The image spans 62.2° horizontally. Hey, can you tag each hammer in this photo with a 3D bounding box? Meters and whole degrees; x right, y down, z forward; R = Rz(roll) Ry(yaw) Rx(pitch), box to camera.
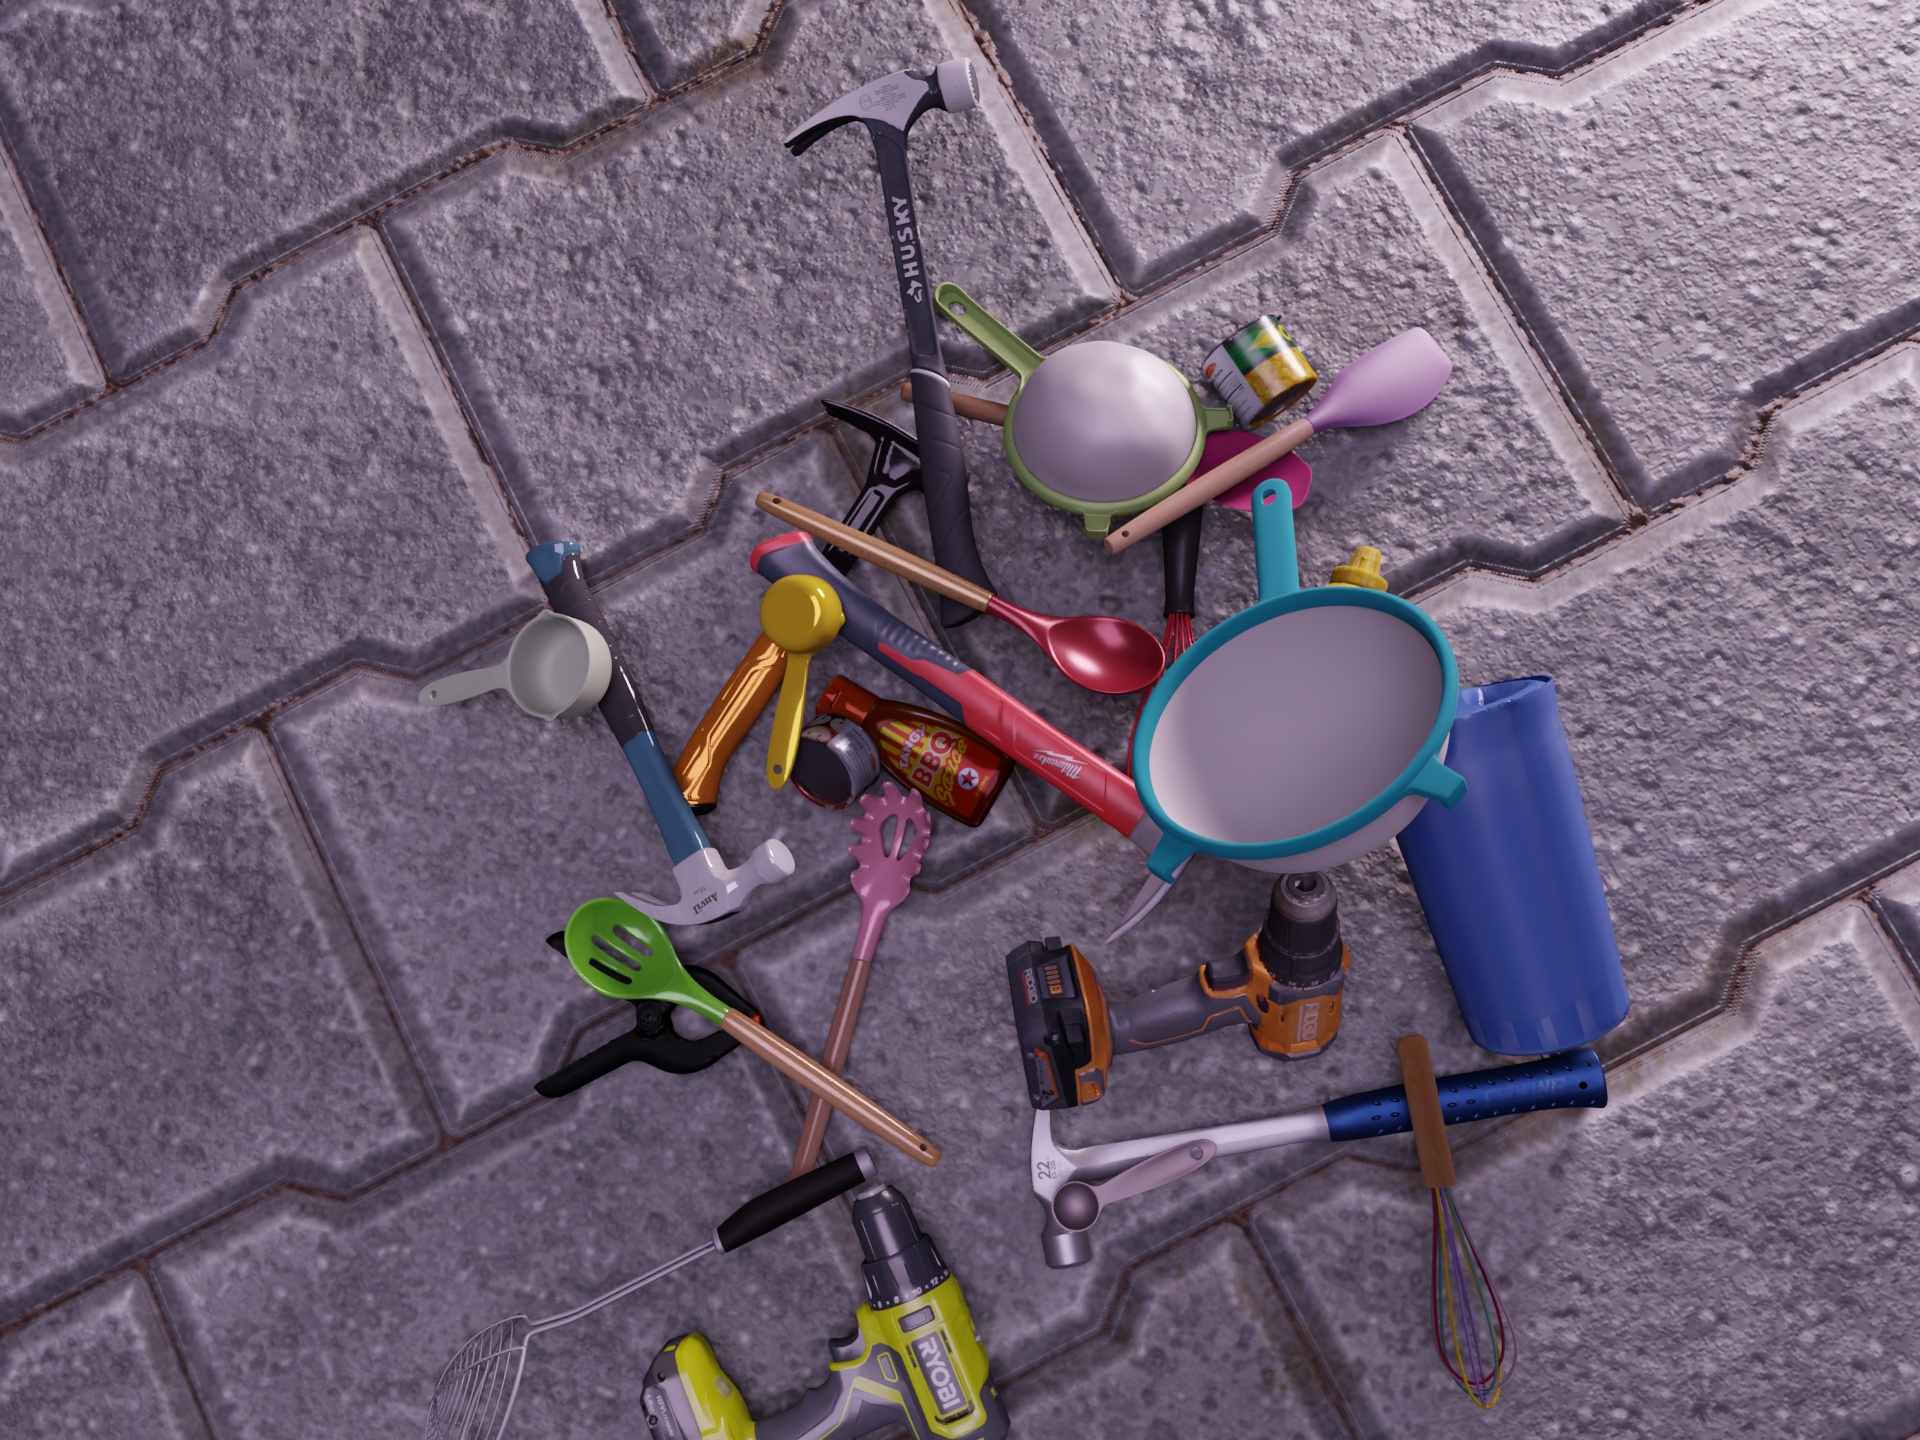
[{"bbox_3d":[-0.031,-0.272,1.173,0.149,0.036,0.409,-9,89,12],"label":"hammer"},{"bbox_3d":[-0.133,-0.079,1.204,0.127,0.034,0.337,32,86,7],"label":"hammer"},{"bbox_3d":[-0.002,-0.004,1.133,0.386,0.038,0.143,35,98,13],"label":"hammer"},{"bbox_3d":[0.247,0.281,1.127,0.405,0.035,0.144,-11,82,3],"label":"hammer"},{"bbox_3d":[-0.243,0.003,1.177,0.128,0.033,0.331,-35,71,18],"label":"hammer"}]

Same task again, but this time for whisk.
[{"bbox_3d":[0.161,-0.058,1.169,0.073,0.073,0.296,2,76,5],"label":"whisk"},{"bbox_3d":[0.331,0.337,1.080,0.047,0.051,0.245,-5,78,-17],"label":"whisk"}]

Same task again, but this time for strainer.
[{"bbox_3d":[0.227,-0.024,1.053,0.211,0.095,0.341,-18,41,24],"label":"strainer"},{"bbox_3d":[0.069,-0.262,1.173,0.151,0.069,0.256,-41,70,-14],"label":"strainer"}]

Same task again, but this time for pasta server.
[{"bbox_3d":[-0.082,0.201,1.161,0.060,0.040,0.316,15,86,12],"label":"pasta server"}]

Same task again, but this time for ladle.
[{"bbox_3d":[-0.004,-0.094,1.136,0.315,0.031,0.069,25,56,3],"label":"ladle"}]

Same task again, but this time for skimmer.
[{"bbox_3d":[-0.213,0.418,1.121,0.363,0.127,0.090,-26,107,-7],"label":"skimmer"}]

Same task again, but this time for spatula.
[{"bbox_3d":[0.236,-0.201,1.165,0.316,0.018,0.060,-31,78,-15],"label":"spatula"}]

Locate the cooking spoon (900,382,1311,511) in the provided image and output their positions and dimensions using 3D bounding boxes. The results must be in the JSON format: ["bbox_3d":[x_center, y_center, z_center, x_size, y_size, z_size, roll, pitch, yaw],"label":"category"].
[{"bbox_3d":[0.105,-0.212,1.196,0.319,0.017,0.069,16,65,12],"label":"cooking spoon"}]

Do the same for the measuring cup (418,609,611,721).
[{"bbox_3d":[-0.330,-0.030,1.183,0.167,0.038,0.083,-11,78,26],"label":"measuring cup"}]

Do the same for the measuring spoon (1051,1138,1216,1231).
[{"bbox_3d":[0.121,0.320,1.109,0.124,0.018,0.034,-22,82,-5],"label":"measuring spoon"}]

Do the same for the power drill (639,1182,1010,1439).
[{"bbox_3d":[-0.100,0.451,1.114,0.228,0.080,0.190,-23,83,-2],"label":"power drill"}]

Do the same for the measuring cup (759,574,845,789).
[{"bbox_3d":[-0.124,-0.027,1.133,0.062,0.029,0.156,10,92,17],"label":"measuring cup"}]

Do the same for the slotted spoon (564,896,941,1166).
[{"bbox_3d":[-0.148,0.228,1.138,0.314,0.031,0.070,33,58,4],"label":"slotted spoon"}]

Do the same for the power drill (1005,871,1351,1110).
[{"bbox_3d":[0.148,0.176,1.060,0.226,0.185,0.084,-10,49,-1],"label":"power drill"}]
